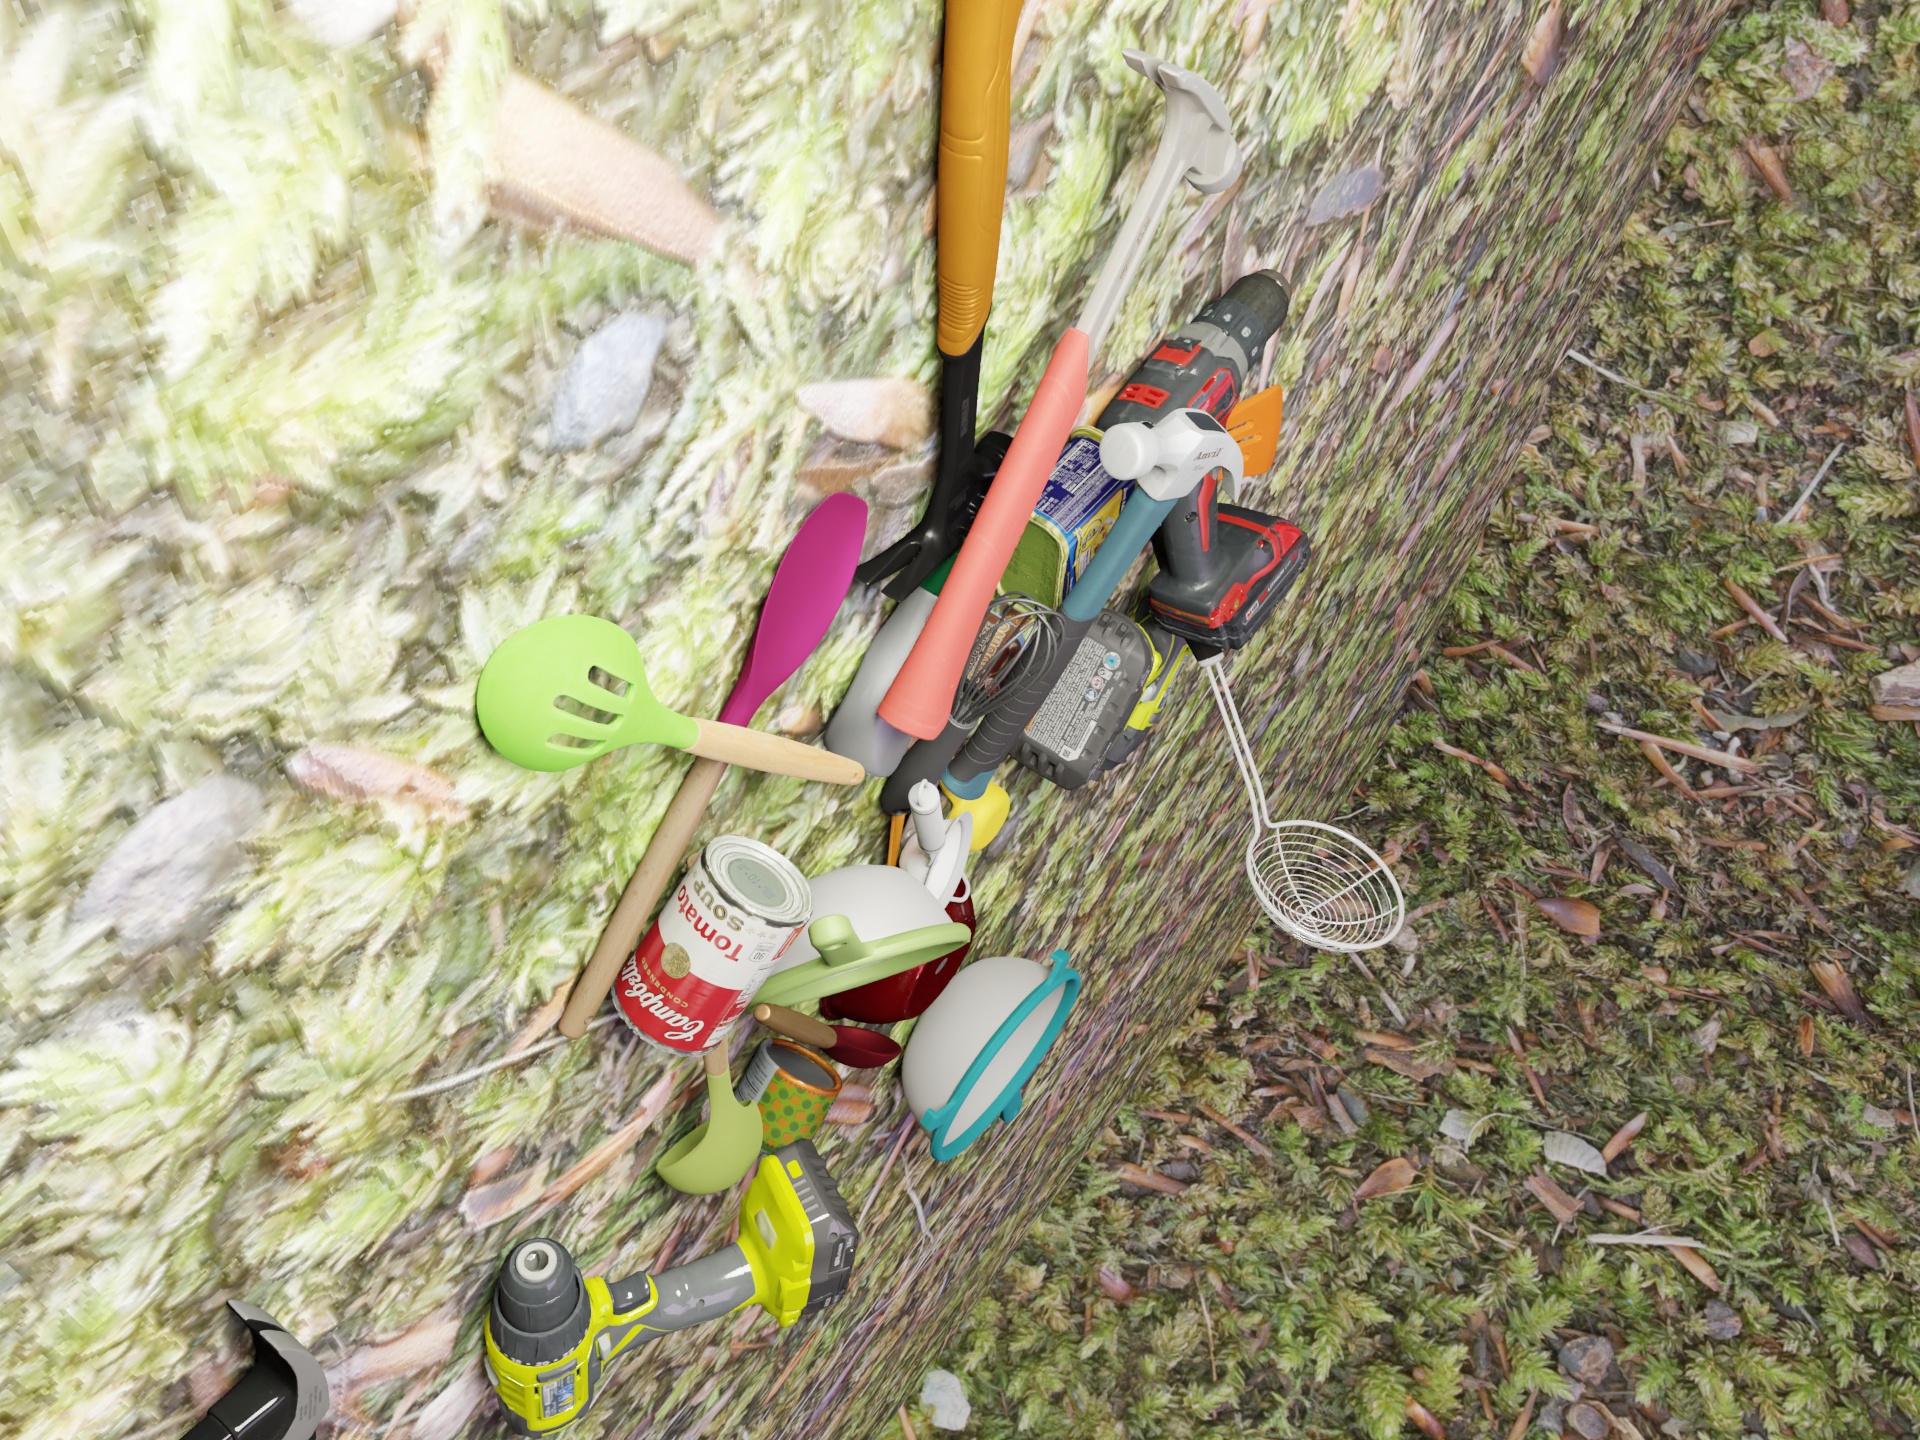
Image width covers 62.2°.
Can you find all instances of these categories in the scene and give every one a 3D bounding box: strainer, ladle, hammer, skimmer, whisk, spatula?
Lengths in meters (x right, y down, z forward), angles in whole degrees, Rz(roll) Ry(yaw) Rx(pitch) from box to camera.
[{"bbox_3d":[0.015,0.316,1.510,0.211,0.095,0.340,-49,162,-17],"label":"strainer"},{"bbox_3d":[-0.159,0.189,0.973,0.078,0.062,0.319,-35,144,-35],"label":"ladle"},{"bbox_3d":[-0.403,0.374,0.643,0.335,0.035,0.146,-35,152,-48],"label":"hammer"},{"bbox_3d":[0.066,-0.059,0.981,0.128,0.033,0.330,-17,151,-42],"label":"hammer"},{"bbox_3d":[0.233,0.005,1.215,0.127,0.363,0.090,-25,-174,-38],"label":"skimmer"},{"bbox_3d":[0.042,-0.154,0.823,0.359,0.037,0.149,-64,161,12],"label":"hammer"},{"bbox_3d":[-0.002,-0.002,0.977,0.055,0.055,0.239,-41,172,-40],"label":"whisk"},{"bbox_3d":[0.138,-0.150,1.165,0.323,0.041,0.081,-42,147,-35],"label":"spatula"},{"bbox_3d":[-0.020,0.079,1.067,0.258,0.050,0.087,85,28,-71],"label":"strainer"},{"bbox_3d":[-0.095,0.213,1.081,0.315,0.069,0.031,63,40,-73],"label":"ladle"},{"bbox_3d":[-0.075,0.118,0.955,0.151,0.069,0.256,-17,166,-4],"label":"strainer"},{"bbox_3d":[-0.002,-0.201,0.747,0.127,0.034,0.336,-48,159,-30],"label":"hammer"}]

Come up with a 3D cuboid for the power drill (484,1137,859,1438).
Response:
[{"bbox_3d":[-0.184,0.349,0.996,0.228,0.080,0.190,-16,141,-26],"label":"power drill"}]

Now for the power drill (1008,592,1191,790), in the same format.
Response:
[{"bbox_3d":[0.118,-0.018,1.271,0.171,0.080,0.223,-63,164,13],"label":"power drill"}]

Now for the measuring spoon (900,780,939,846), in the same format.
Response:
[{"bbox_3d":[-0.028,0.046,1.106,0.034,0.018,0.124,-37,159,-41],"label":"measuring spoon"}]

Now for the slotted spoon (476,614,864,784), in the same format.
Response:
[{"bbox_3d":[-0.116,0.008,0.758,0.070,0.031,0.313,-59,157,4],"label":"slotted spoon"}]

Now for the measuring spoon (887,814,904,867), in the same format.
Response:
[{"bbox_3d":[-0.049,0.081,1.111,0.021,0.011,0.116,-60,165,-46],"label":"measuring spoon"}]

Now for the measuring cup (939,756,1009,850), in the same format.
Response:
[{"bbox_3d":[0.008,0.059,1.181,0.062,0.029,0.156,-54,163,-10],"label":"measuring cup"}]

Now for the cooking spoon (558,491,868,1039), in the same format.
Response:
[{"bbox_3d":[-0.130,0.026,0.808,0.319,0.017,0.068,-61,157,9],"label":"cooking spoon"}]

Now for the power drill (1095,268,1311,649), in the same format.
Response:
[{"bbox_3d":[0.183,-0.182,1.110,0.188,0.080,0.226,-50,140,-24],"label":"power drill"}]
